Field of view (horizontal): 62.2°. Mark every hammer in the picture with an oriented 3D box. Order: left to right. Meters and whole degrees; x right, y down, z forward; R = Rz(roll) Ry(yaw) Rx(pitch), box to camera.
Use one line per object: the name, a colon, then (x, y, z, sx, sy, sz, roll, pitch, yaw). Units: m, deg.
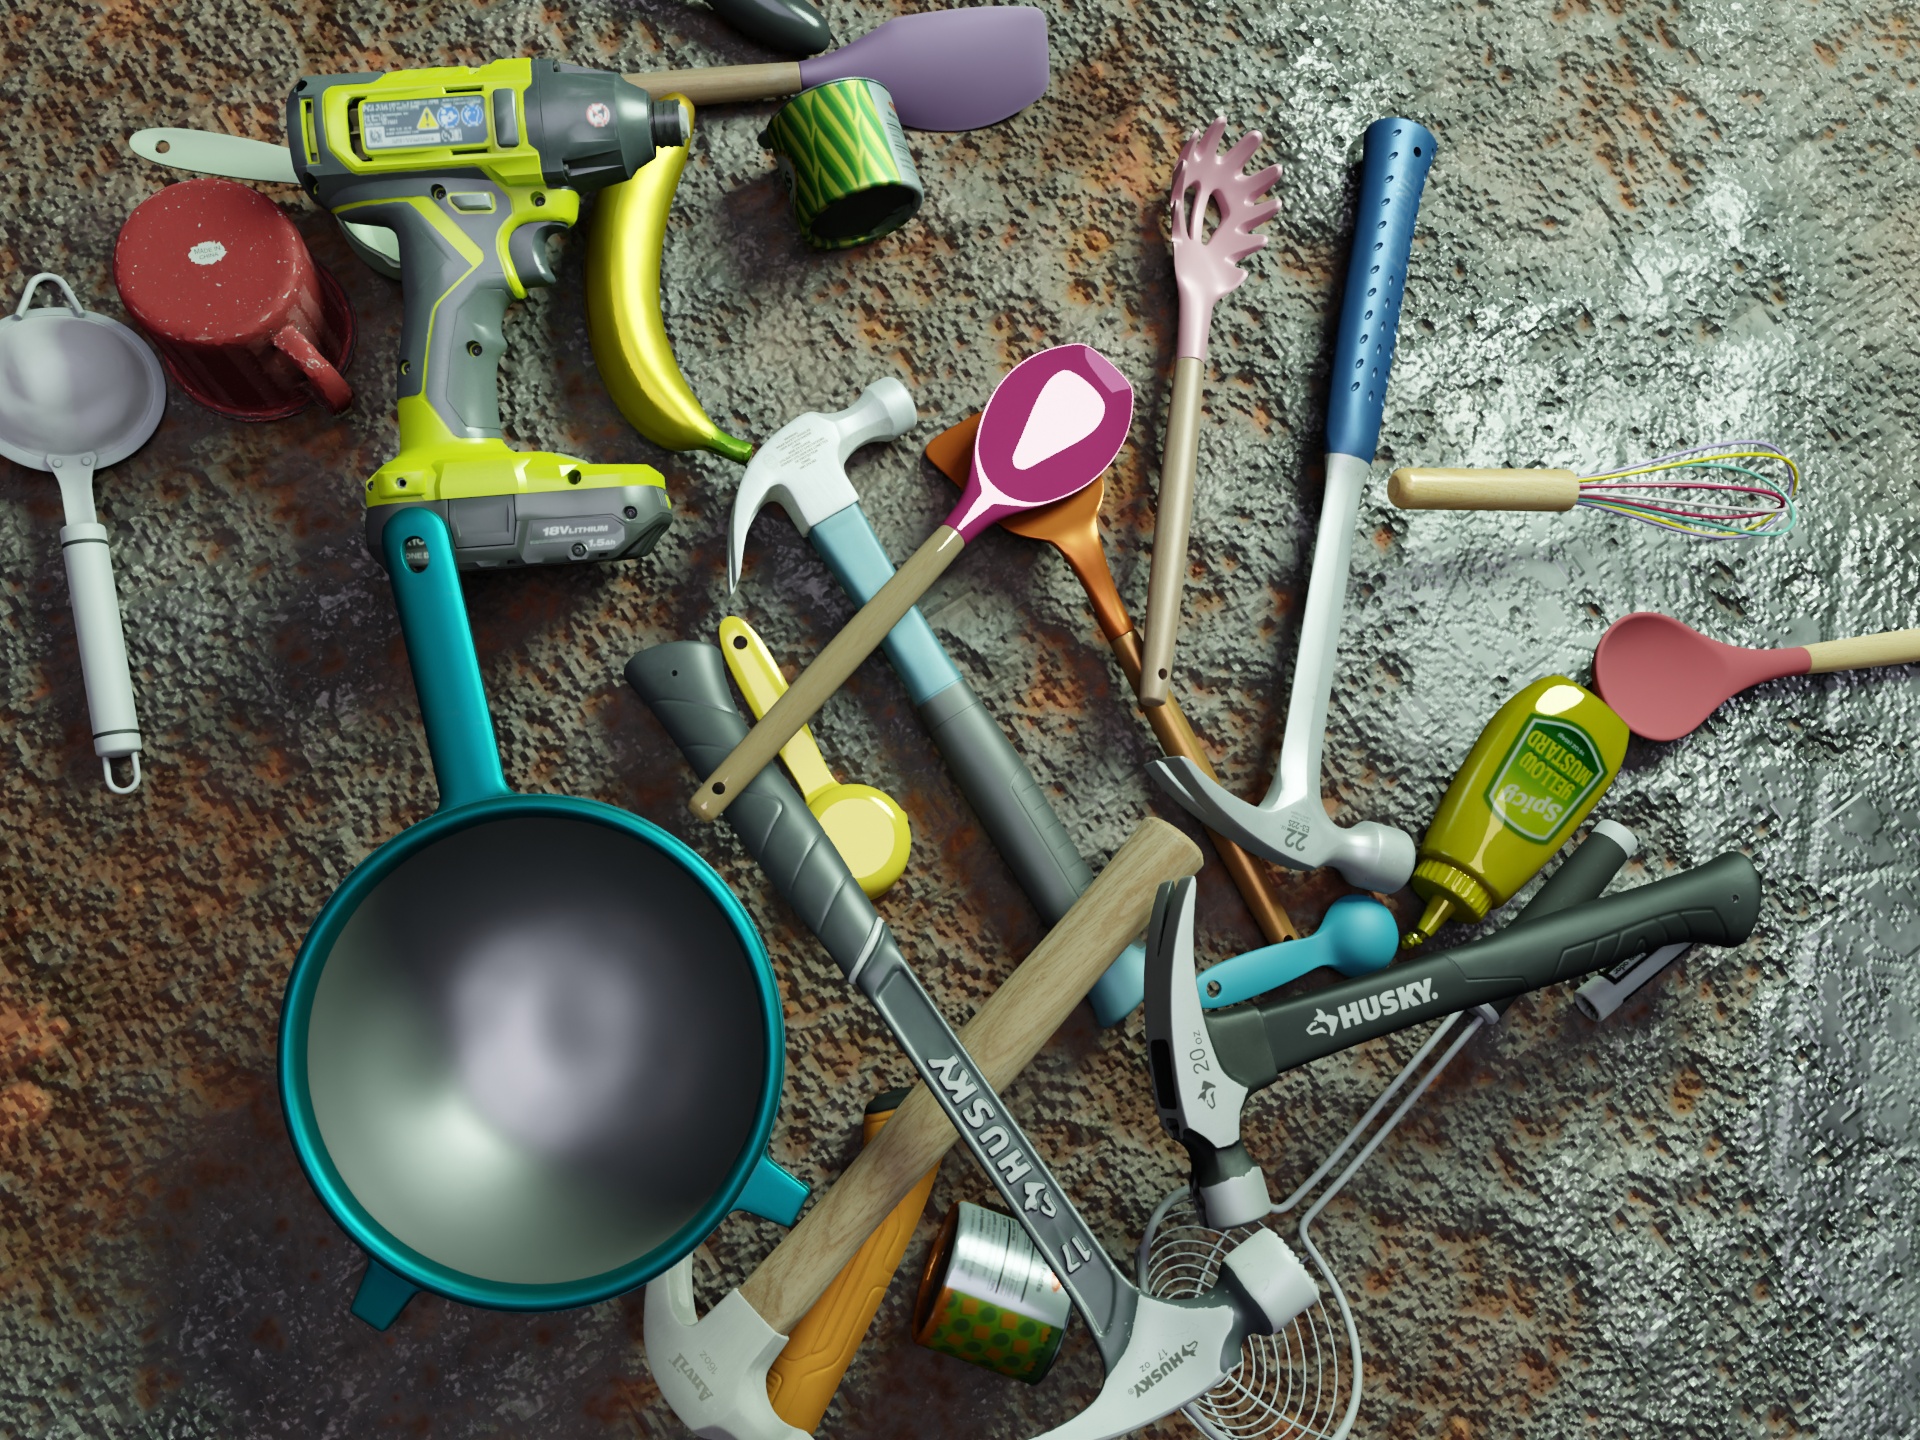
hammer: (-0.078, 0.327, 0.711, 0.127, 0.034, 0.337, 26, 78, -2)
hammer: (-0.034, 0.120, 0.690, 0.149, 0.036, 0.409, -35, 68, -9)
hammer: (-0.011, 0.171, 0.707, 0.130, 0.031, 0.331, 36, 76, 29)
hammer: (-0.001, -0.002, 0.775, 0.128, 0.033, 0.331, -31, 87, -18)
hammer: (0.192, -0.125, 0.815, 0.144, 0.035, 0.406, 17, 76, -21)
hammer: (0.237, 0.112, 0.737, 0.334, 0.035, 0.146, -13, 83, -20)

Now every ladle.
ladle: (0.476, -0.037, 0.855, 0.315, 0.031, 0.069, -7, 84, -11)

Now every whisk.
whisk: (-0.197, -0.412, 0.812, 0.284, 0.070, 0.070, 25, 78, -8)
whisk: (0.333, -0.115, 0.827, 0.245, 0.047, 0.051, -2, 70, -16)

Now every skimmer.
skimmer: (0.220, 0.180, 0.749, 0.127, 0.090, 0.363, 44, 77, 2)

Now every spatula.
spatula: (-0.108, -0.327, 0.822, 0.316, 0.018, 0.059, -7, 115, -7)
spatula: (0.091, -0.020, 0.801, 0.081, 0.041, 0.322, -27, 89, -12)

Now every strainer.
strainer: (-0.405, -0.093, 0.735, 0.087, 0.050, 0.258, -10, 85, -24)
strainer: (-0.192, 0.077, 0.700, 0.211, 0.095, 0.340, -15, 84, 1)

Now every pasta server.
pasta server: (0.117, -0.159, 0.805, 0.060, 0.040, 0.316, 15, 72, -21)

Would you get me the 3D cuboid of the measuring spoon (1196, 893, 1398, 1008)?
measuring spoon: (0.165, 0.116, 0.769, 0.128, 0.021, 0.042, -14, 87, -27)

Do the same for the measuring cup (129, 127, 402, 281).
measuring cup: (-0.311, -0.258, 0.773, 0.167, 0.038, 0.083, 8, 78, -8)

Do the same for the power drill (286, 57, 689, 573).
power drill: (-0.202, -0.182, 0.726, 0.171, 0.080, 0.223, -5, 96, -3)

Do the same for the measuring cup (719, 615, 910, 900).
measuring cup: (-0.076, 0.016, 0.766, 0.062, 0.029, 0.156, -29, 86, -12)

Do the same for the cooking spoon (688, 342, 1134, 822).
cooking spoon: (-0.020, -0.071, 0.757, 0.069, 0.017, 0.319, 42, 68, -2)
